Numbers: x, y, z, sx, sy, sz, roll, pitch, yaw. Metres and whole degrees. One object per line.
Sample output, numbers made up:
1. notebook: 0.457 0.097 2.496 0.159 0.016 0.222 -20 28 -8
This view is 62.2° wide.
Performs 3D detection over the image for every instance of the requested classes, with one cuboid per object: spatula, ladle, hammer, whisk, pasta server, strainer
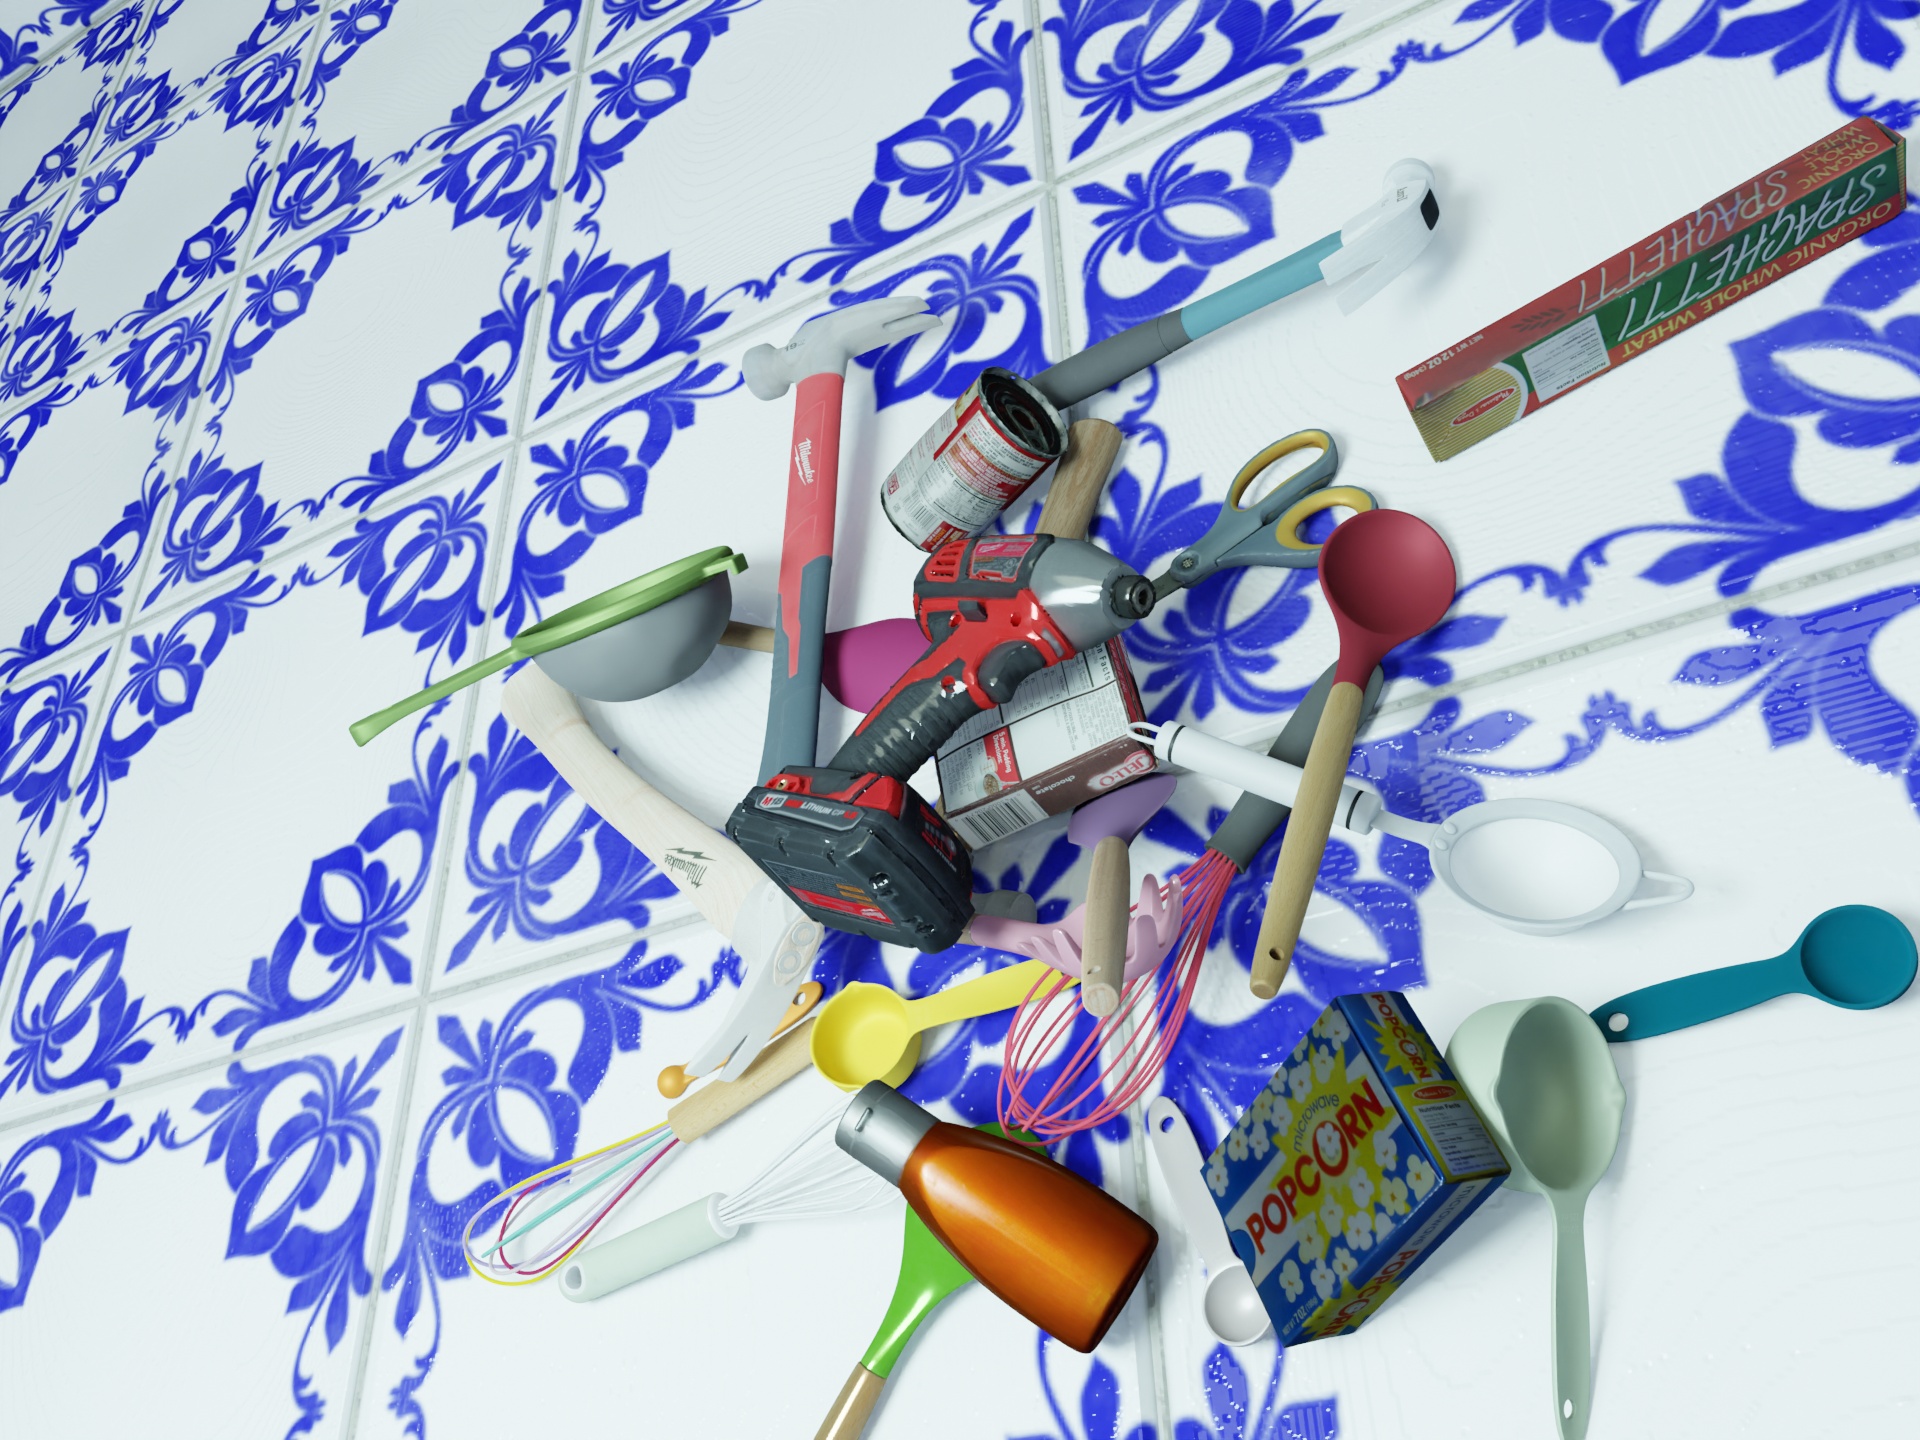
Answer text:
1. spatula: 0.068 0.063 0.694 0.060 0.018 0.316 -24 8 11
2. ladle: 0.172 0.004 0.718 0.069 0.031 0.316 21 46 8
3. hammer: 0.027 -0.031 0.910 0.130 0.031 0.331 5 65 36
4. whisk: -0.116 0.252 0.820 0.246 0.059 0.058 -29 65 22
5. pasta server: -0.009 0.094 0.790 0.060 0.040 0.316 -25 16 -36
6. strainer: 0.190 0.045 0.715 0.258 0.050 0.087 21 43 27
7. strainer: -0.245 -0.028 0.990 0.256 0.069 0.151 -29 14 -18
8. hammer: -0.204 0.061 0.976 0.411 0.038 0.146 31 95 50
9. whisk: 0.115 0.081 0.763 0.073 0.073 0.296 29 75 42
10. hammer: 0.125 -0.232 0.952 0.331 0.033 0.128 -21 27 27
11. whisk: -0.170 0.237 0.873 0.245 0.051 0.047 -34 69 6
12. hammer: -0.084 -0.092 0.991 0.143 0.038 0.387 -12 62 27

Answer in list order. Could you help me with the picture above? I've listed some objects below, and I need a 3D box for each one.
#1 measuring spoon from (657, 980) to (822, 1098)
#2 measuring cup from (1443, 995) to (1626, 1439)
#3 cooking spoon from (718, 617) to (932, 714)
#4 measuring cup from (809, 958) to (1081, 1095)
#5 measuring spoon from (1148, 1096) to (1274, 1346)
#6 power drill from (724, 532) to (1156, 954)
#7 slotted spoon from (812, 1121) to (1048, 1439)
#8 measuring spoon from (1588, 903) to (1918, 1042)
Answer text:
1. measuring spoon: -0.126 0.178 0.894 0.117 0.011 0.021 -34 49 12
2. measuring cup: 0.223 0.193 0.624 0.038 0.083 0.168 -15 70 55
3. cooking spoon: -0.132 -0.053 1.040 0.319 0.017 0.069 11 69 37
4. measuring cup: -0.002 0.153 0.824 0.156 0.029 0.062 -19 52 9
5. measuring spoon: 0.111 0.221 0.709 0.034 0.018 0.124 -37 41 15
6. power drill: -0.001 -0.002 0.772 0.143 0.078 0.220 6 54 47
7. slotted spoon: -0.052 0.327 0.741 0.070 0.031 0.314 22 77 40
8. measuring spoon: 0.316 0.110 0.639 0.128 0.021 0.042 -25 50 31
